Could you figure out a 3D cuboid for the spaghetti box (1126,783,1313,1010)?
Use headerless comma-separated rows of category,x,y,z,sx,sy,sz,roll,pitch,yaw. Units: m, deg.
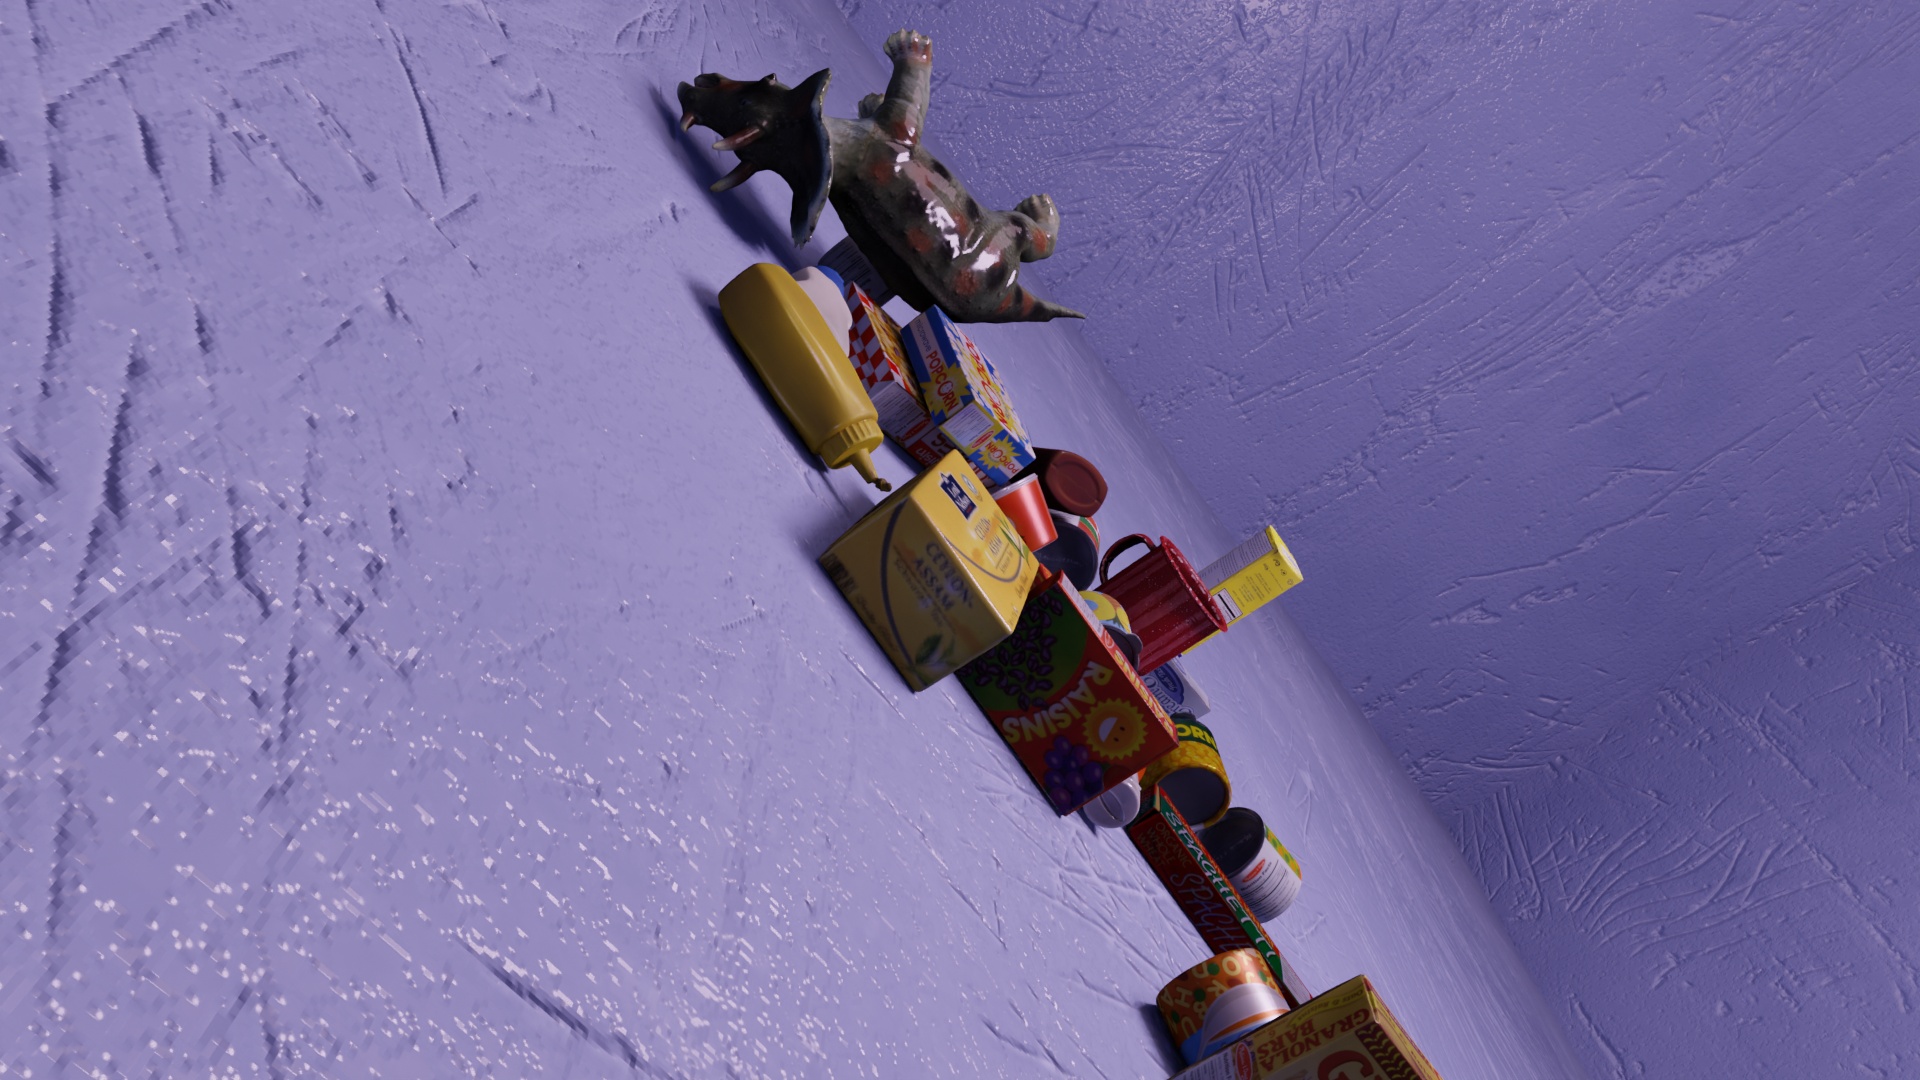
spaghetti box,0.197,0.281,0.970,0.250,0.028,0.050,54,13,-4

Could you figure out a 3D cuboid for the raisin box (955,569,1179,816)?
raisin box,0.063,0.092,0.842,0.123,0.086,0.040,54,11,-4

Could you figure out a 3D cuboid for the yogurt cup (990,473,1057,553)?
yogurt cup,0.039,-0.014,1.068,0.054,0.072,0.072,63,13,-1

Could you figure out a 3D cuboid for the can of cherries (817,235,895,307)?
can of cherries,-0.077,-0.230,1.176,0.058,0.071,0.071,53,13,-3

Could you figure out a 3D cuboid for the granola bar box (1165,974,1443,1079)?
granola bar box,0.193,0.309,0.687,0.165,0.124,0.039,52,15,-14

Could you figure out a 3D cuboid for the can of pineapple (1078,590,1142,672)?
can of pineapple,0.098,0.078,1.034,0.071,0.071,0.058,50,14,-19

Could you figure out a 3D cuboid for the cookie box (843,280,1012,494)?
cookie box,-0.035,-0.112,1.097,0.167,0.040,0.123,39,21,-47

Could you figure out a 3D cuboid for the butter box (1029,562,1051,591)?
butter box,0.059,0.071,0.952,0.104,0.053,0.024,62,13,26

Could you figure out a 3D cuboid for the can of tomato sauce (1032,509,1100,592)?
can of tomato sauce,0.083,0.010,1.154,0.071,0.071,0.083,54,13,-6

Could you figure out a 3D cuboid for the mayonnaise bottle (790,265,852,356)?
mayonnaise bottle,-0.104,-0.161,0.979,0.064,0.041,0.149,52,13,-19

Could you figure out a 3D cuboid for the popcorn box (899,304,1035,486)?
popcorn box,0.005,-0.112,1.061,0.085,0.038,0.127,41,20,-42

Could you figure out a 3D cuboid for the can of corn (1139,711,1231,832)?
can of corn,0.164,0.172,1.032,0.071,0.071,0.058,49,15,-24

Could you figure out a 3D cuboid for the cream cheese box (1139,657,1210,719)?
cream cheese box,0.166,0.119,1.199,0.103,0.053,0.024,50,16,-19

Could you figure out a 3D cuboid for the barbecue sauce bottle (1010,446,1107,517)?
barbecue sauce bottle,0.059,-0.054,1.151,0.065,0.044,0.148,37,-9,-25

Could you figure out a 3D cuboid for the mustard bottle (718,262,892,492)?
mustard bottle,-0.089,-0.094,0.851,0.160,0.048,0.065,58,14,11

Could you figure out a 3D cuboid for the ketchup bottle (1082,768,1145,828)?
ketchup bottle,0.101,0.142,0.942,0.064,0.043,0.149,56,13,-12

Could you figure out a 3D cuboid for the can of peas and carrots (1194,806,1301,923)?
can of peas and carrots,0.210,0.241,1.035,0.058,0.071,0.071,50,14,-25

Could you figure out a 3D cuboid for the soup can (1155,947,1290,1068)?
soup can,0.154,0.274,0.754,0.071,0.071,0.084,37,22,-53
